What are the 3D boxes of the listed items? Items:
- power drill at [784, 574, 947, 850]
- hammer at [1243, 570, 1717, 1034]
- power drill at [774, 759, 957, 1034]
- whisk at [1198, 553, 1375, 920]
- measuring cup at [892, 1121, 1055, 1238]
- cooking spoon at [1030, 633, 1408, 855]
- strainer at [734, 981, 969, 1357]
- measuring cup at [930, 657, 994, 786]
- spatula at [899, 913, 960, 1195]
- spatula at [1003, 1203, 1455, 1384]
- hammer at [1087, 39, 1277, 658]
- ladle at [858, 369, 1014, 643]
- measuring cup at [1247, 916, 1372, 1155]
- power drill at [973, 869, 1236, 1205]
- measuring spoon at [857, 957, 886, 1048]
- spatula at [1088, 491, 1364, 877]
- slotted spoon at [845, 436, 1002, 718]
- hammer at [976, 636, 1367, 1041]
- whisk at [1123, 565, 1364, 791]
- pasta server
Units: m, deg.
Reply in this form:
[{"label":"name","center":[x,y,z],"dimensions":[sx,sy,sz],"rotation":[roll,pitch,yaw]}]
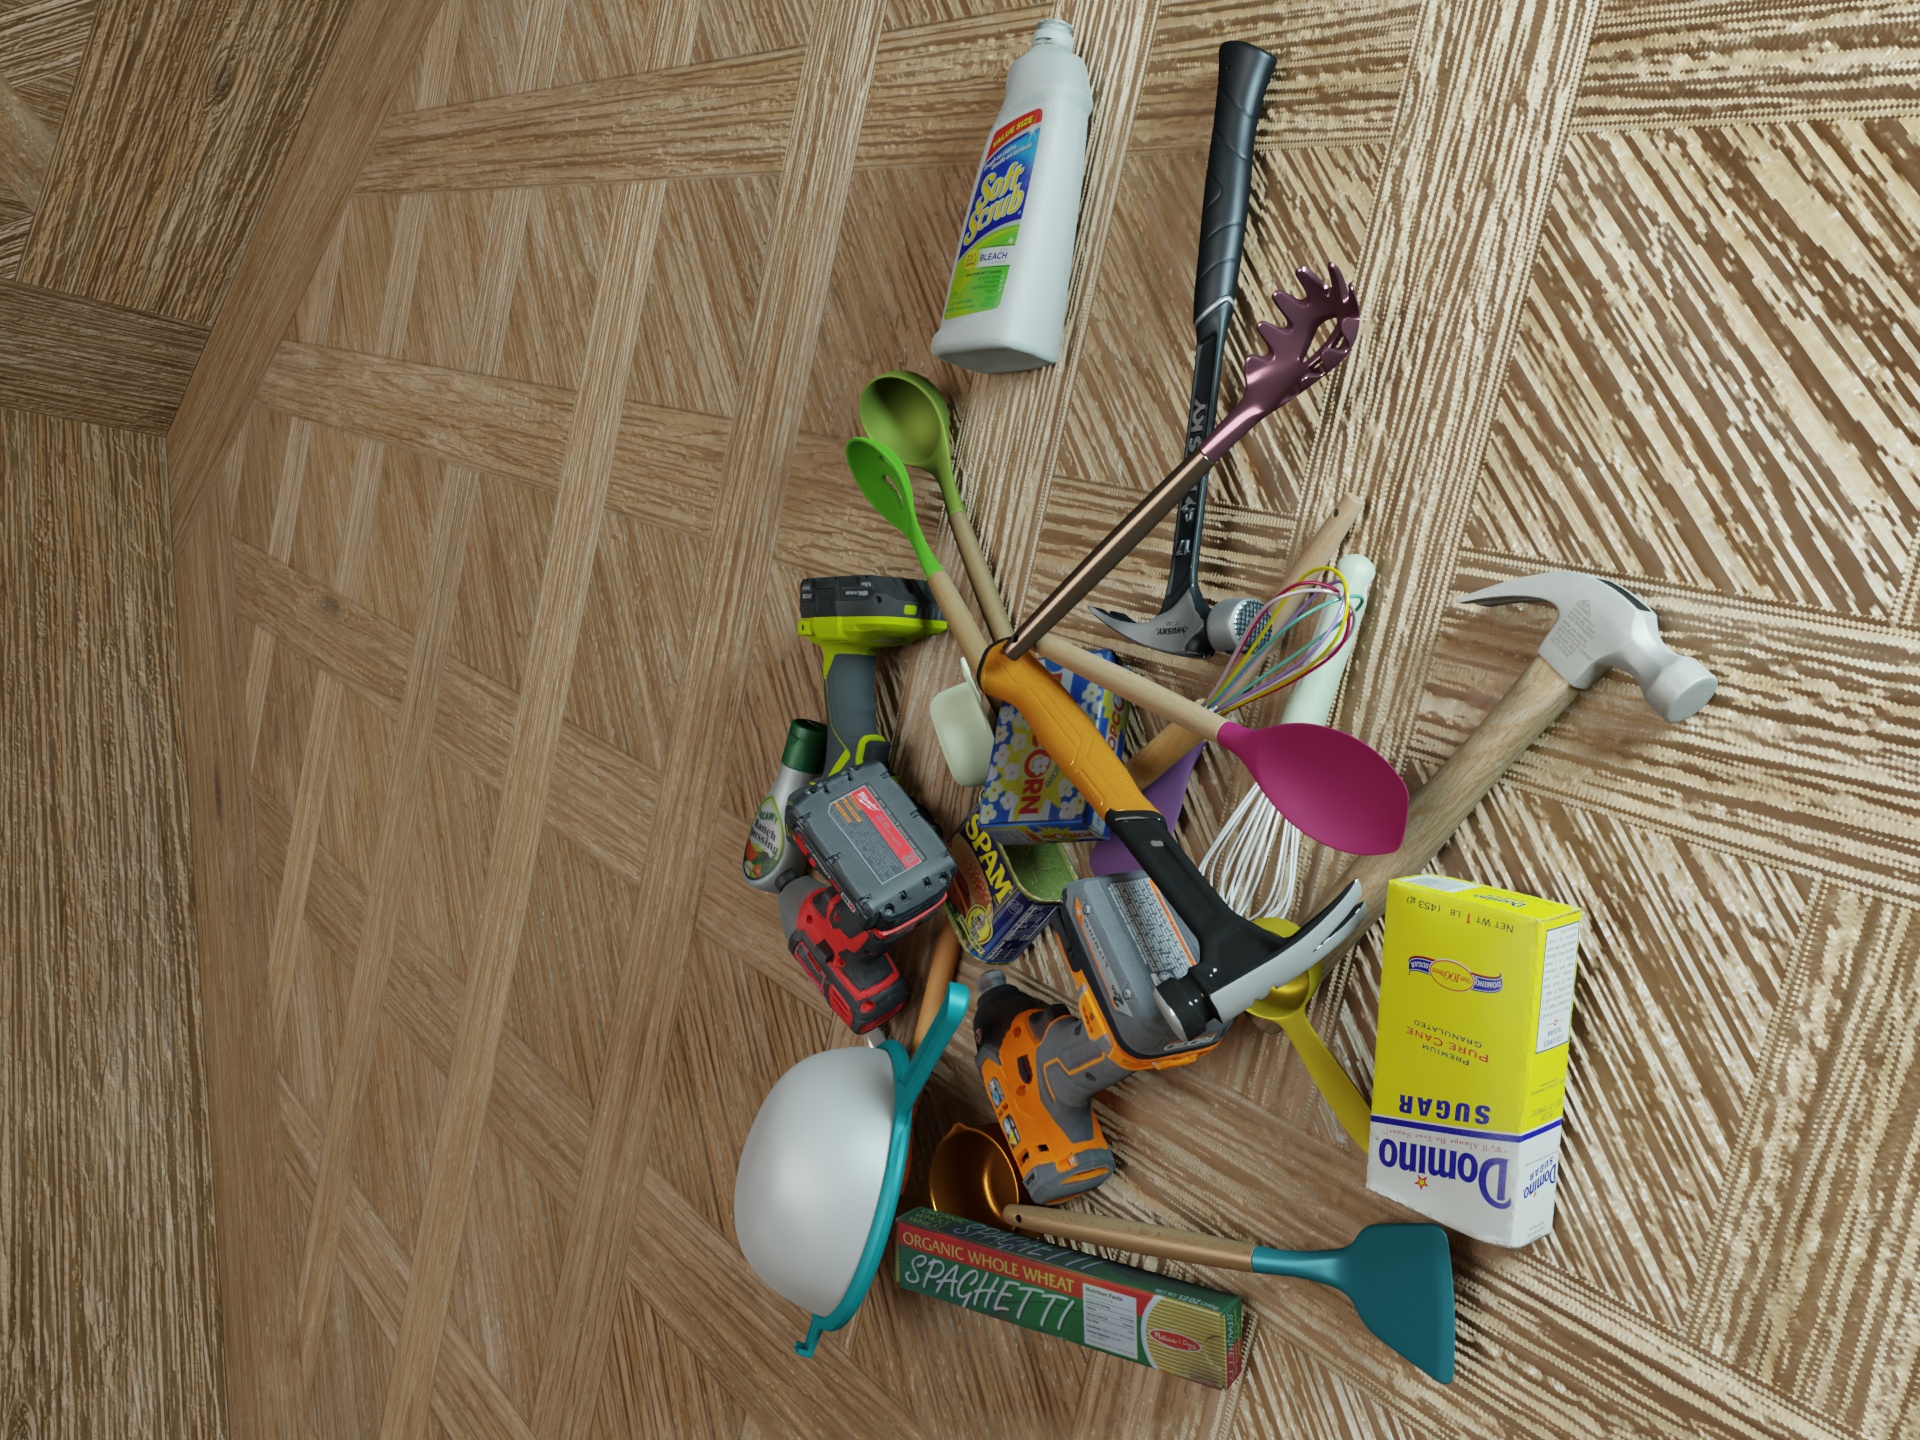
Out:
[{"label":"power drill","center":[-0.069,0.001,1.255],"dimensions":[0.171,0.080,0.223],"rotation":[3,91,51]},{"label":"hammer","center":[0.258,0.055,0.886],"dimensions":[0.331,0.031,0.130],"rotation":[-56,47,29]},{"label":"power drill","center":[-0.083,0.132,1.179],"dimensions":[0.143,0.078,0.219],"rotation":[51,151,20]},{"label":"whisk","center":[0.198,0.018,0.954],"dimensions":[0.059,0.058,0.246],"rotation":[20,97,15]},{"label":"measuring cup","center":[-0.002,0.339,1.134],"dimensions":[0.173,0.052,0.095],"rotation":[-29,67,42]},{"label":"cooking spoon","center":[0.140,-0.002,0.945],"dimensions":[0.319,0.017,0.068],"rotation":[30,126,47]},{"label":"strainer","center":[-0.091,0.285,1.127],"dimensions":[0.211,0.095,0.340],"rotation":[-88,18,-48]},{"label":"measuring cup","center":[-0.002,-0.004,1.118],"dimensions":[0.038,0.167,0.083],"rotation":[-20,69,-1]},{"label":"spatula","center":[-0.041,0.265,1.206],"dimensions":[0.081,0.041,0.322],"rotation":[-147,70,-74]},{"label":"spatula","center":[0.148,0.317,0.947],"dimensions":[0.317,0.044,0.082],"rotation":[-4,85,39]},{"label":"hammer","center":[0.160,-0.242,1.033],"dimensions":[0.149,0.036,0.409],"rotation":[1,83,56]},{"label":"ladle","center":[-0.005,-0.134,1.211],"dimensions":[0.078,0.062,0.320],"rotation":[-50,52,47]},{"label":"measuring cup","center":[0.206,0.182,0.911],"dimensions":[0.062,0.029,0.156],"rotation":[-35,86,39]},{"label":"power drill","center":[0.075,0.191,1.026],"dimensions":[0.164,0.084,0.226],"rotation":[65,145,32]},{"label":"measuring spoon","center":[-0.068,0.239,1.267],"dimensions":[0.034,0.018,0.124],"rotation":[-45,59,39]},{"label":"spatula","center":[0.166,-0.009,1.015],"dimensions":[0.315,0.018,0.060],"rotation":[-61,36,26]},{"label":"slotted spoon","center":[-0.007,-0.085,1.179],"dimensions":[0.314,0.031,0.070],"rotation":[63,159,19]},{"label":"hammer","center":[0.102,0.043,0.970],"dimensions":[0.127,0.034,0.337],"rotation":[-32,43,-4]},{"label":"whisk","center":[0.161,-0.018,0.960],"dimensions":[0.047,0.051,0.245],"rotation":[57,143,12]},{"label":"pasta server","center":[0.128,-0.147,0.976],"dimensions":[0.316,0.040,0.060],"rotation":[-45,50,25]}]
